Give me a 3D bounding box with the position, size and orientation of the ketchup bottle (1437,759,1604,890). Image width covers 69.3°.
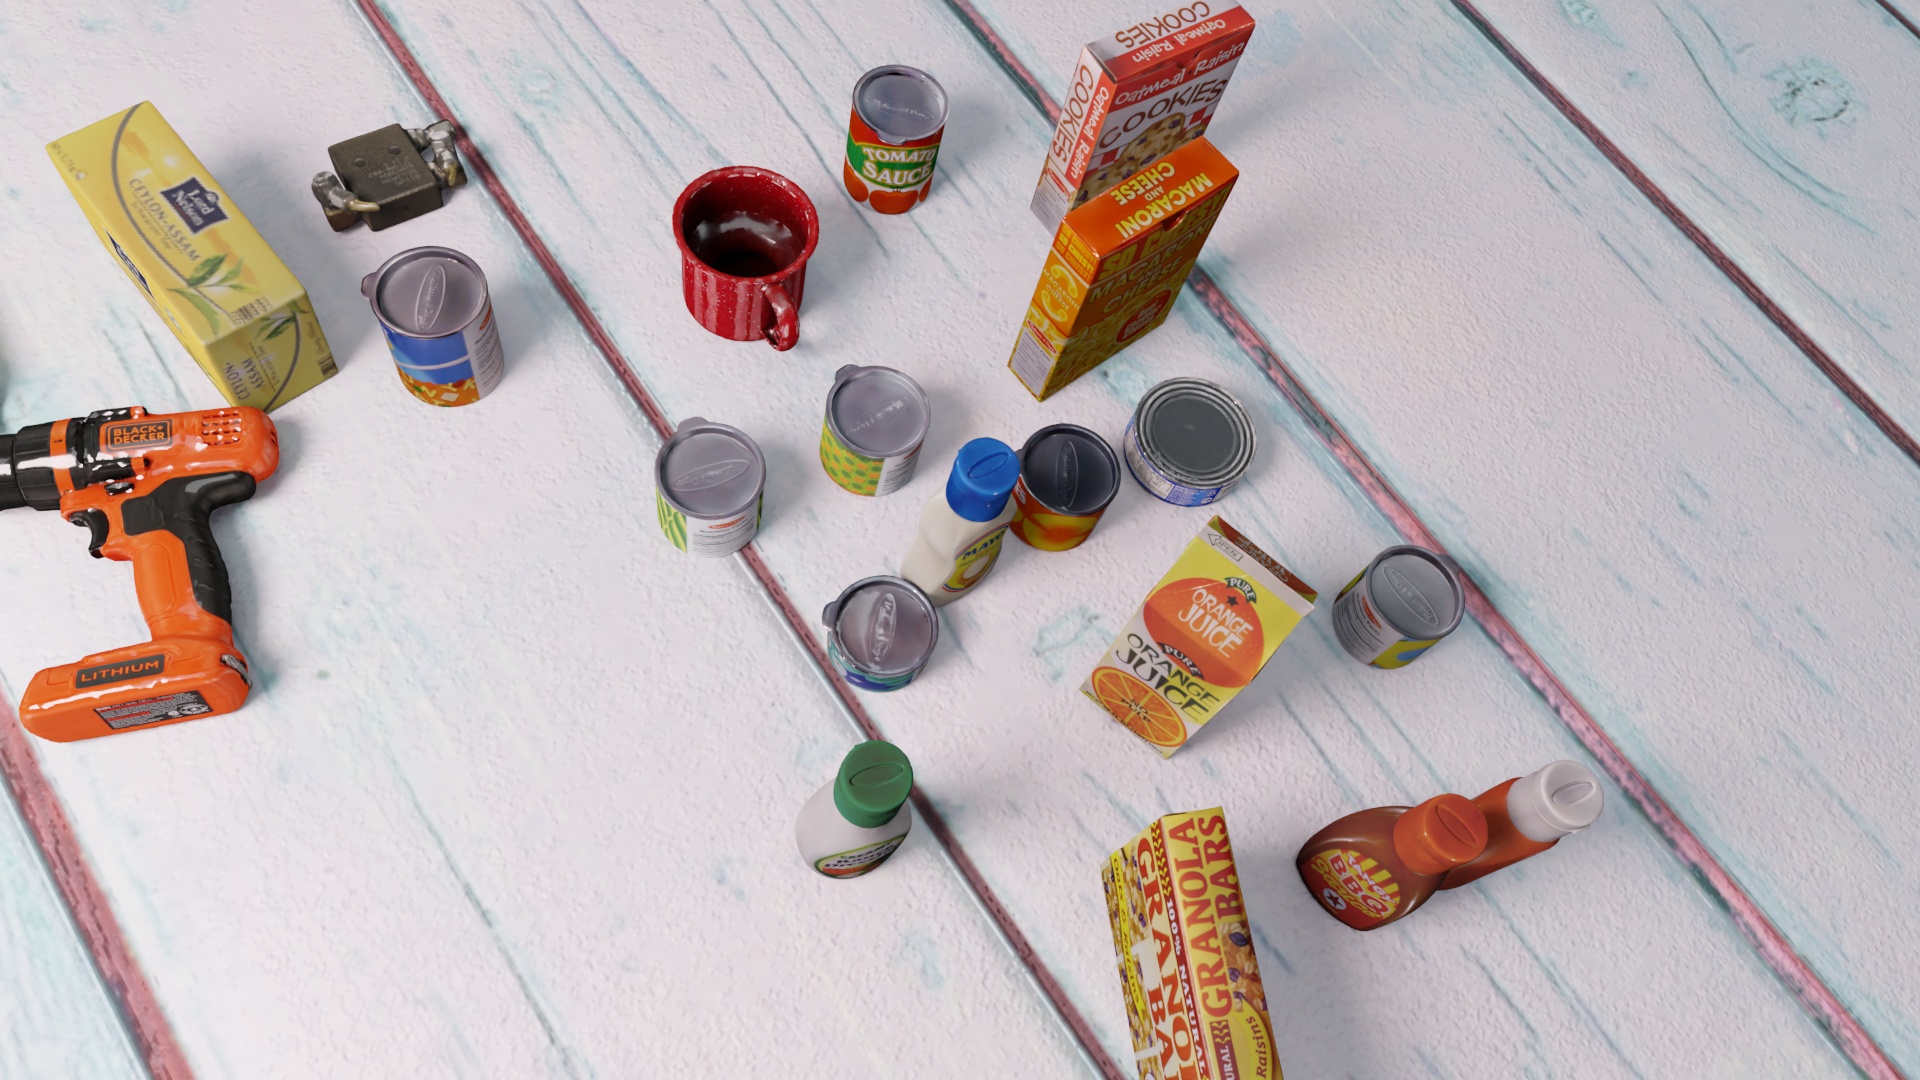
[{"bbox_3d":[0.312,0.164,0.798,0.065,0.148,0.043,-16,69,-17],"label":"ketchup bottle"}]

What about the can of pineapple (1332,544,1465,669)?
[{"bbox_3d":[0.285,0.043,0.902,0.071,0.057,0.071,4,64,-9],"label":"can of pineapple"}]

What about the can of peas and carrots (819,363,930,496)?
[{"bbox_3d":[-0.058,-0.071,0.891,0.071,0.058,0.071,4,64,-9],"label":"can of peas and carrots"}]

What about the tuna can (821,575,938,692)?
[{"bbox_3d":[-0.051,0.057,0.846,0.071,0.032,0.071,4,64,-9],"label":"tuna can"}]

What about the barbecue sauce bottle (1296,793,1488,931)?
[{"bbox_3d":[0.243,0.177,0.779,0.044,0.148,0.065,-38,77,-24],"label":"barbecue sauce bottle"}]

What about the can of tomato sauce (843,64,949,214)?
[{"bbox_3d":[-0.047,-0.279,0.979,0.071,0.082,0.071,4,64,-9],"label":"can of tomato sauce"}]

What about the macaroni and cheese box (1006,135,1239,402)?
[{"bbox_3d":[0.104,-0.174,0.910,0.124,0.165,0.040,-34,76,-23],"label":"macaroni and cheese box"}]

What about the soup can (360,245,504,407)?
[{"bbox_3d":[-0.323,-0.131,0.855,0.071,0.083,0.071,4,64,-9],"label":"soup can"}]

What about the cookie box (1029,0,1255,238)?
[{"bbox_3d":[0.124,-0.293,0.971,0.123,0.166,0.040,-30,74,-22],"label":"cookie box"}]

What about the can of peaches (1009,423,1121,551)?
[{"bbox_3d":[0.062,-0.034,0.896,0.071,0.057,0.071,4,64,-9],"label":"can of peaches"}]

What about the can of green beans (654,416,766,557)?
[{"bbox_3d":[-0.154,-0.030,0.854,0.071,0.057,0.071,4,64,-9],"label":"can of green beans"}]

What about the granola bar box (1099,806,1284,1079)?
[{"bbox_3d":[0.121,0.239,0.740,0.039,0.123,0.166,-4,66,-12],"label":"granola bar box"}]

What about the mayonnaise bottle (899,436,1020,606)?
[{"bbox_3d":[0.003,-0.010,0.823,0.065,0.147,0.041,-31,74,-22],"label":"mayonnaise bottle"}]

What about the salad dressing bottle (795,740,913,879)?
[{"bbox_3d":[-0.053,0.144,0.739,0.064,0.147,0.044,-12,68,-16],"label":"salad dressing bottle"}]

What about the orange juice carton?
[{"bbox_3d":[0.138,0.052,0.794,0.072,0.191,0.073,39,65,9],"label":"orange juice carton"}]
